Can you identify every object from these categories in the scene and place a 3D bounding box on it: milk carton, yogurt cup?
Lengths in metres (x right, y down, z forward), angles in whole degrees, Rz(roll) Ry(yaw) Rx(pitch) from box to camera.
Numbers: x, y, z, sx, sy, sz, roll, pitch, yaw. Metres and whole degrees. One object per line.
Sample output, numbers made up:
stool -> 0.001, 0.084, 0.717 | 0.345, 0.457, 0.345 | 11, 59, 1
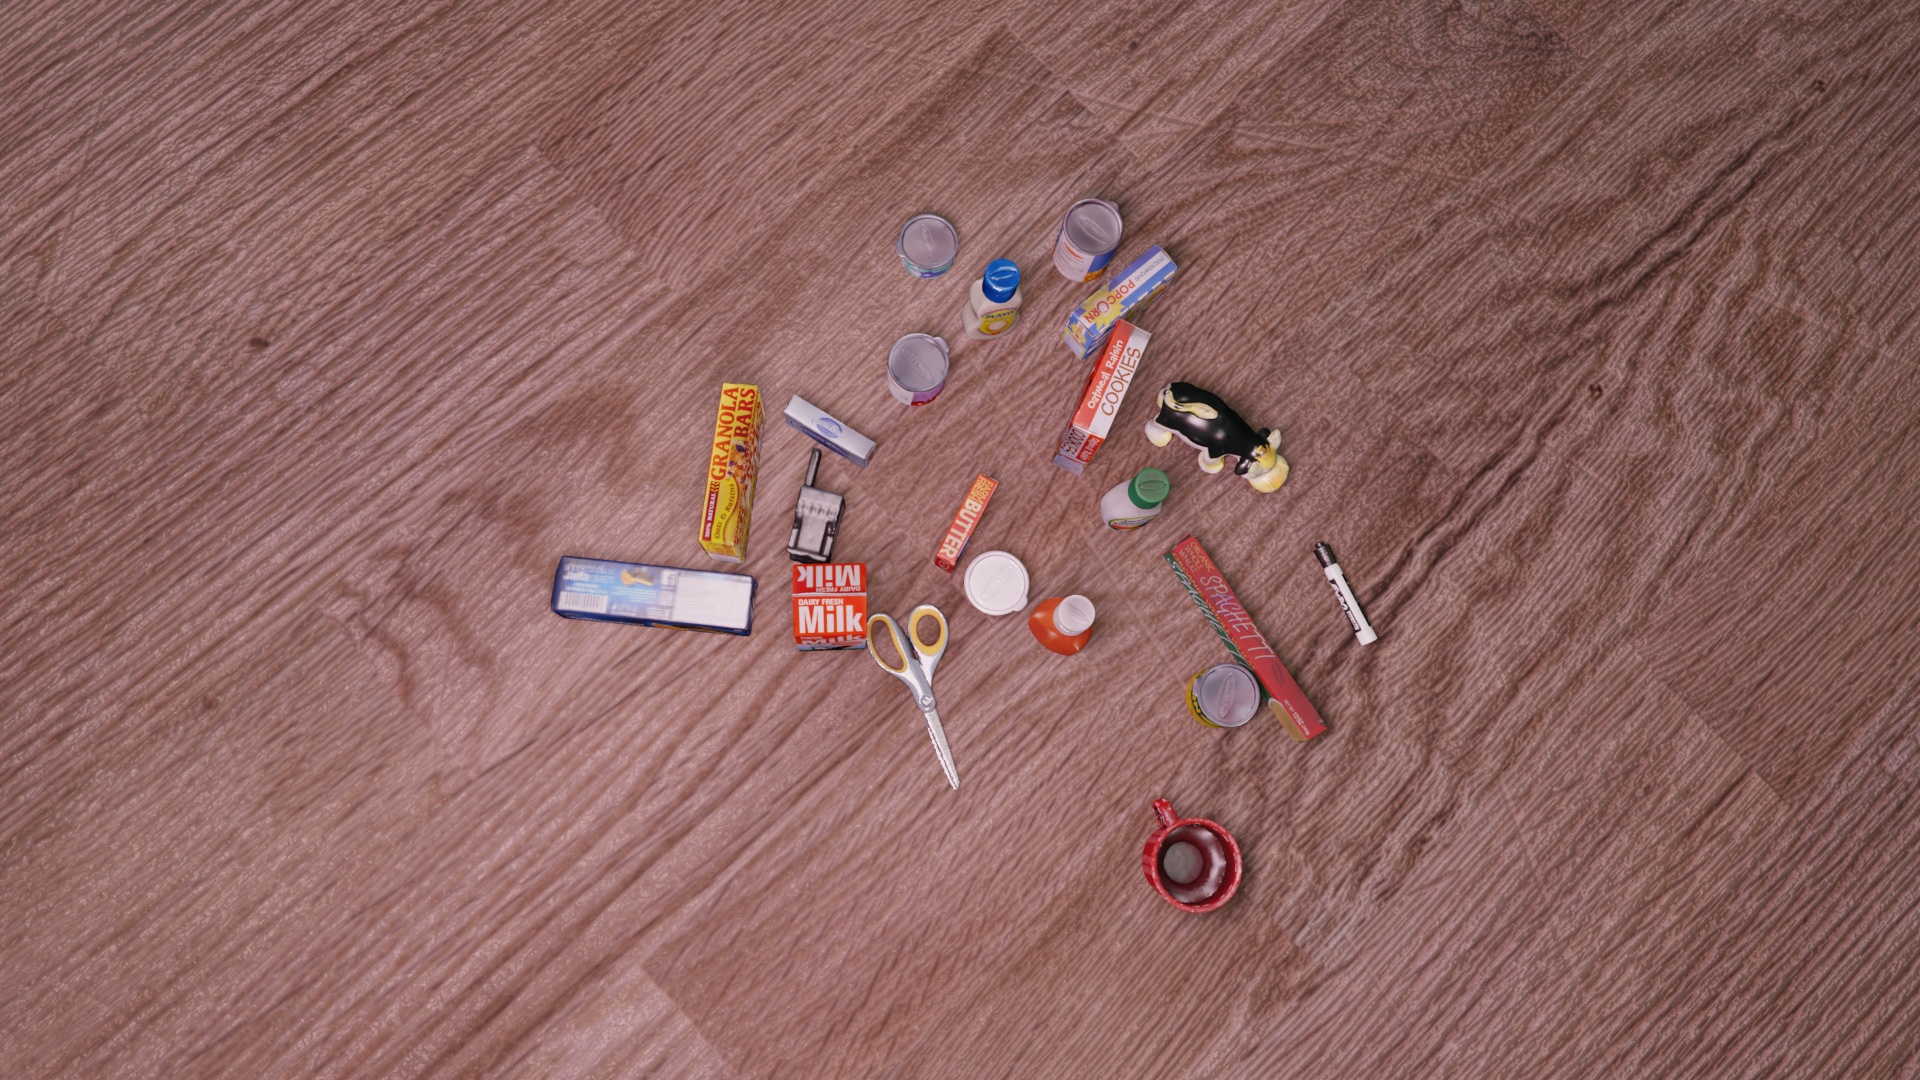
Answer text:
milk carton -> -0.130, 0.066, 1.387 | 0.072, 0.190, 0.073 | -1, 80, -4
yogurt cup -> 0.036, 0.048, 1.472 | 0.072, 0.054, 0.072 | 1, 79, -4

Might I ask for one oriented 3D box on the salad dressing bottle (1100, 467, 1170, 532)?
salad dressing bottle -> 0.185, -0.043, 1.453 | 0.064, 0.147, 0.044 | -6, 80, -5

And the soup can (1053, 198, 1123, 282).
soup can -> 0.142, -0.333, 1.538 | 0.071, 0.083, 0.071 | 1, 80, -4

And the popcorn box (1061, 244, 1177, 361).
popcorn box -> 0.174, -0.260, 1.526 | 0.127, 0.085, 0.038 | -40, 85, -10

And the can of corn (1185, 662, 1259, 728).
can of corn -> 0.273, 0.164, 1.466 | 0.071, 0.058, 0.071 | 1, 79, -4

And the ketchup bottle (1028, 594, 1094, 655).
ketchup bottle -> 0.108, 0.084, 1.423 | 0.065, 0.148, 0.043 | 37, 79, 3

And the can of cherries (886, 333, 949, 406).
can of cherries -> -0.045, -0.186, 1.508 | 0.071, 0.058, 0.071 | 1, 79, -4

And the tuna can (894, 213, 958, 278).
tuna can -> -0.039, -0.327, 1.549 | 0.071, 0.032, 0.071 | 1, 79, -4

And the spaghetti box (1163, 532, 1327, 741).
spaghetti box -> 0.302, 0.104, 1.484 | 0.029, 0.050, 0.250 | -33, 83, -9

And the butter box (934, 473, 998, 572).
butter box -> 0.005, -0.019, 1.483 | 0.024, 0.053, 0.103 | 28, 79, 1

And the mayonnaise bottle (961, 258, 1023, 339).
mayonnaise bottle -> 0.037, -0.257, 1.483 | 0.065, 0.148, 0.041 | -12, 81, -6

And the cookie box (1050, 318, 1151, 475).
cookie box -> 0.144, -0.148, 1.460 | 0.040, 0.167, 0.123 | 24, 79, 0

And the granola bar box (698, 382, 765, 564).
granola bar box -> -0.236, -0.067, 1.438 | 0.039, 0.124, 0.166 | 7, 79, -3

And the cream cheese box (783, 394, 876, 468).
cream cheese box -> -0.140, -0.116, 1.490 | 0.104, 0.053, 0.024 | 31, 79, 2
